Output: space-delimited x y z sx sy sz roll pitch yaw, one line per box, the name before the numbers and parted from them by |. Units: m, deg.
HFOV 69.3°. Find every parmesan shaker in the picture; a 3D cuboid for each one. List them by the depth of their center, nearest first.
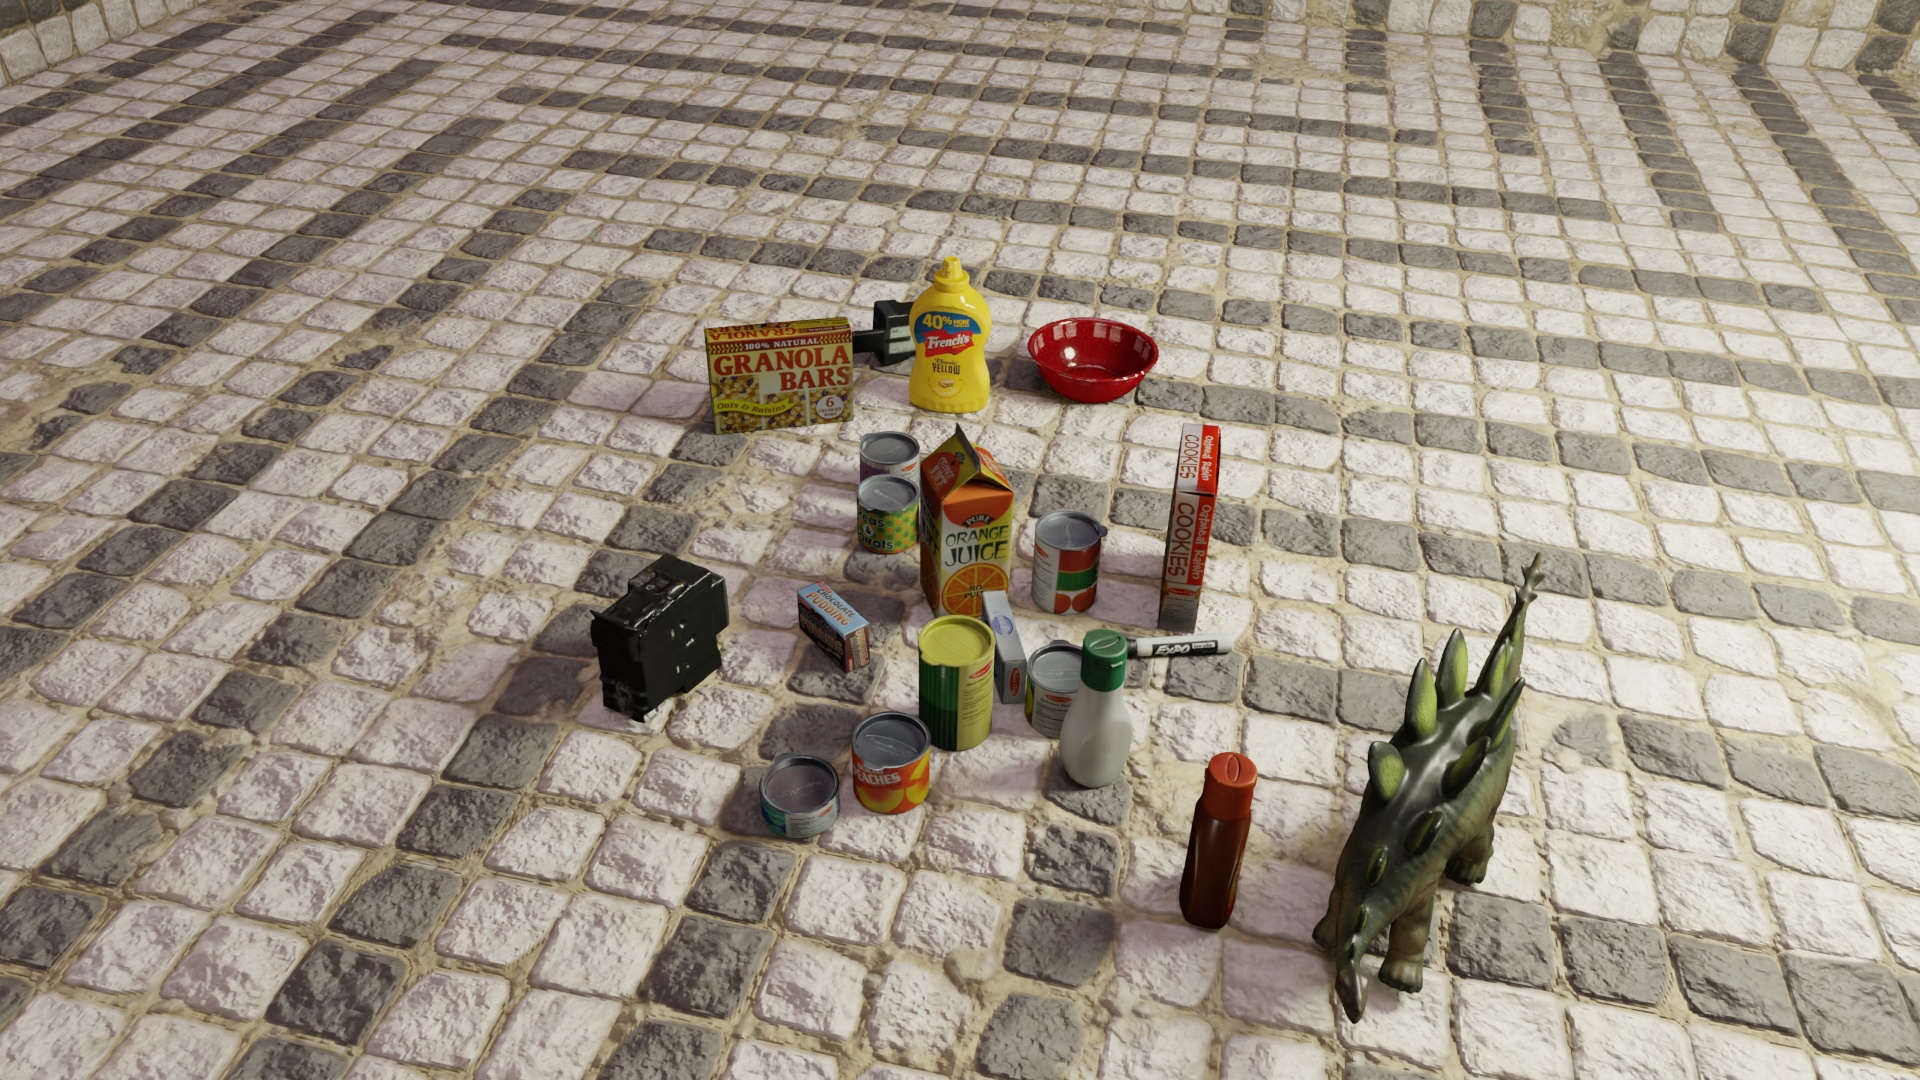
parmesan shaker | -0.007 0.126 1.211 0.071 0.102 0.072 1 37 -1

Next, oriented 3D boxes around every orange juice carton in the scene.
orange juice carton | 0.005 -0.017 1.329 0.073 0.191 0.072 -9 38 -14

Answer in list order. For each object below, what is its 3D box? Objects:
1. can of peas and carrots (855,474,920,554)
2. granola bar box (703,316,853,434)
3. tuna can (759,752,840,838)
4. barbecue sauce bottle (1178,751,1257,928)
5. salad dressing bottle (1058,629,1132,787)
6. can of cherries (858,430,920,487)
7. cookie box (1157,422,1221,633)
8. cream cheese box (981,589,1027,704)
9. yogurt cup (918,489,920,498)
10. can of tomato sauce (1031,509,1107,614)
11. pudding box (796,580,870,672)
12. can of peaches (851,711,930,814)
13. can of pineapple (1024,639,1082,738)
can of peas and carrots | -0.077 -0.026 1.449 0.071 0.058 0.071 1 37 -1
granola bar box | -0.208 -0.191 1.610 0.166 0.123 0.039 -7 37 -11
tuna can | -0.134 0.211 1.152 0.071 0.032 0.071 1 37 -1
barbecue sauce bottle | 0.195 0.224 1.051 0.044 0.147 0.065 9 37 9
salad dressing bottle | 0.116 0.141 1.160 0.064 0.146 0.044 -16 40 -22
can of cherries | -0.079 -0.079 1.521 0.071 0.058 0.072 1 37 -1
cookie box | 0.223 -0.013 1.354 0.040 0.166 0.123 7 37 7
cream cheese box | 0.039 0.098 1.292 0.024 0.053 0.104 -5 37 -9
yogurt cup | -0.010 -0.030 1.461 0.072 0.053 0.073 1 37 -1
can of tomato sauce | 0.106 0.022 1.372 0.071 0.082 0.071 1 37 -1
pudding box | -0.120 0.081 1.312 0.030 0.049 0.084 -24 44 -30
can of peaches | -0.059 0.188 1.164 0.071 0.057 0.071 1 37 -1
can of pineapple | 0.091 0.133 1.244 0.071 0.057 0.071 1 37 -1
